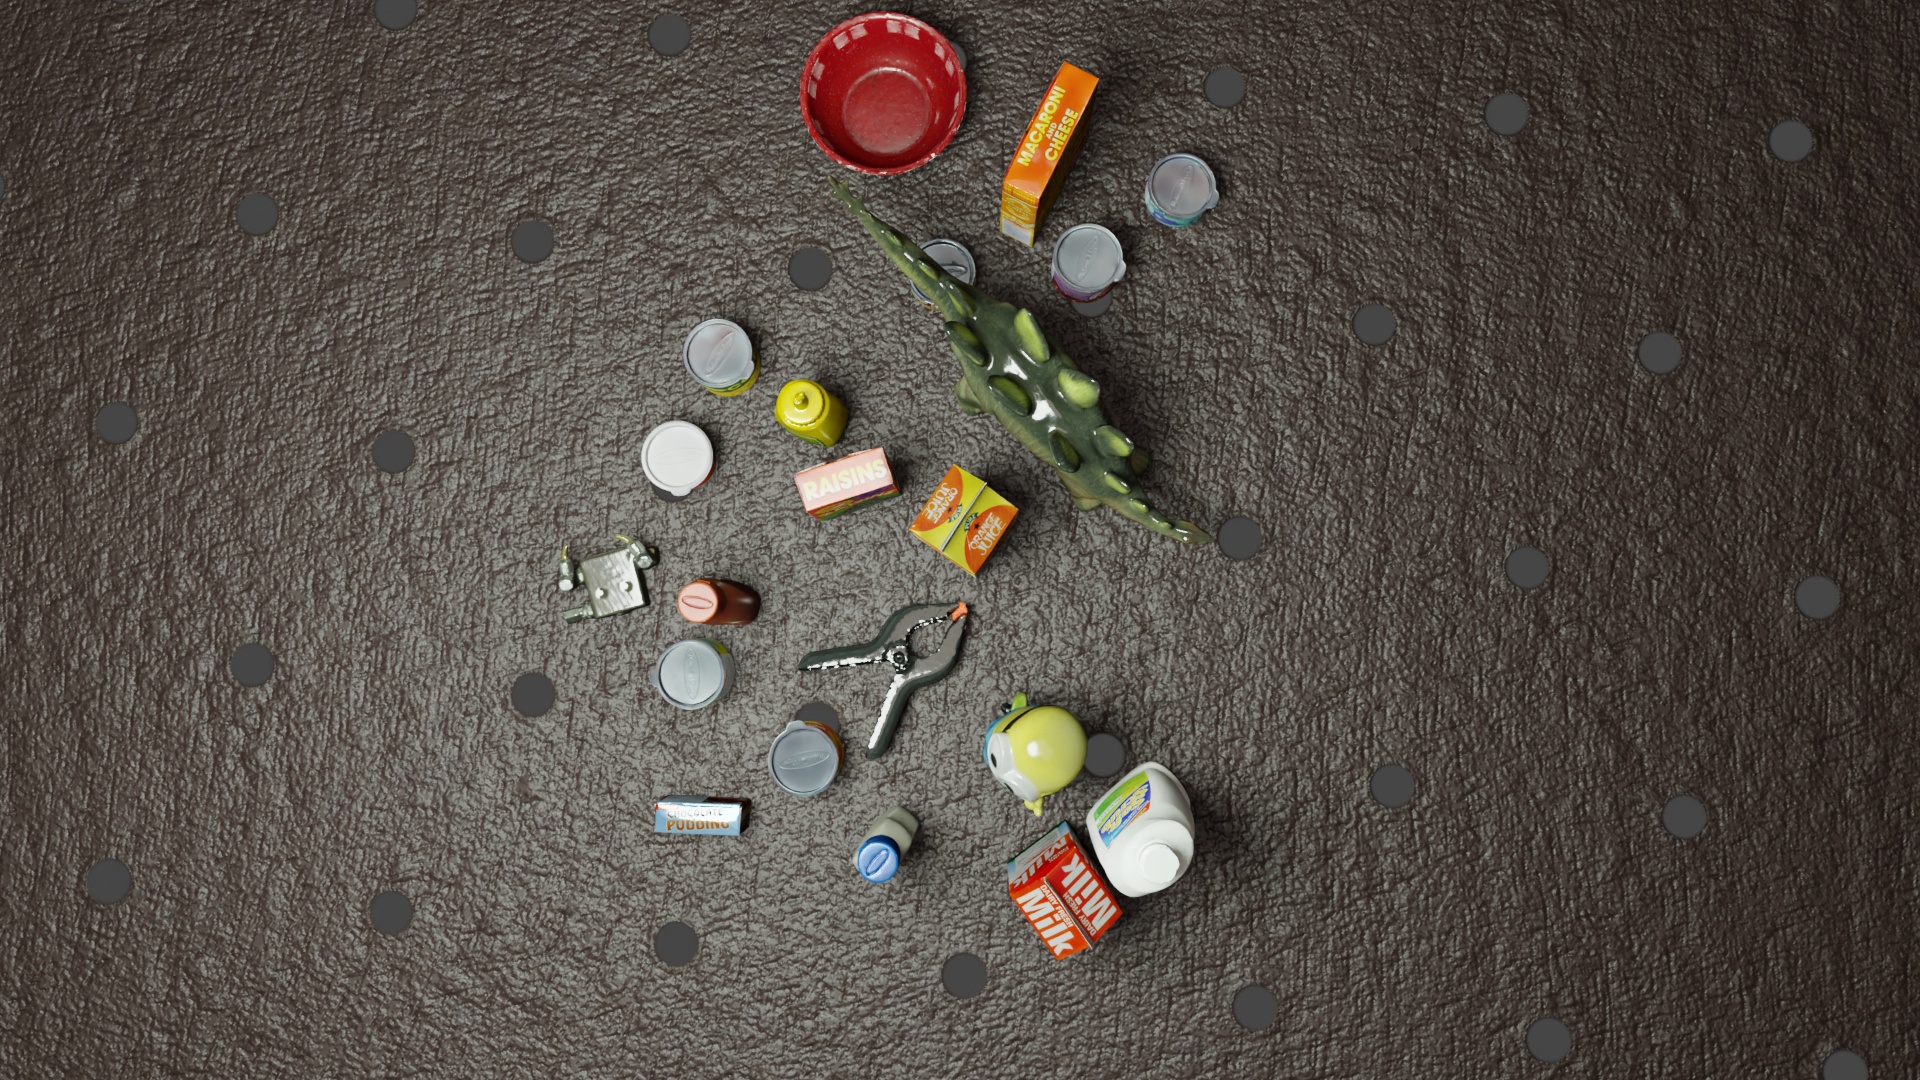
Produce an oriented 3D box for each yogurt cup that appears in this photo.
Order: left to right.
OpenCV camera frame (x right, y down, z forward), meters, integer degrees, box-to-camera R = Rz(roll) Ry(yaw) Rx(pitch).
[{"bbox_3d":[-0.269,-0.079,1.345,0.072,0.054,0.072,0,87,1],"label":"yogurt cup"}]

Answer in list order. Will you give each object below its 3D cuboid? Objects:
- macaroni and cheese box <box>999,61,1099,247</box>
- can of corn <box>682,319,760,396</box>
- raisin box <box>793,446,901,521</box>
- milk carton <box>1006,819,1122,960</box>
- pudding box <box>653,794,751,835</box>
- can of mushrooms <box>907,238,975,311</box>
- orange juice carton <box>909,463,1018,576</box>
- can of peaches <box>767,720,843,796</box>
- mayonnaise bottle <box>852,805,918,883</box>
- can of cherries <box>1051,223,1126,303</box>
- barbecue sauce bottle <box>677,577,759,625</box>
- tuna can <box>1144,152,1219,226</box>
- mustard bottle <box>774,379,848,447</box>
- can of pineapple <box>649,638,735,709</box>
[{"bbox_3d":[0.080,-0.356,1.299,0.040,0.166,0.123,26,88,2],"label":"macaroni and cheese box"},{"bbox_3d":[-0.228,-0.175,1.348,0.071,0.058,0.071,0,87,1],"label":"can of corn"},{"bbox_3d":[-0.103,-0.052,1.305,0.086,0.123,0.040,-17,87,0],"label":"raisin box"},{"bbox_3d":[0.092,0.314,1.246,0.073,0.190,0.072,-36,87,-1],"label":"milk carton"},{"bbox_3d":[-0.246,0.262,1.325,0.084,0.049,0.030,2,87,1],"label":"pudding box"},{"bbox_3d":[-0.018,-0.257,1.361,0.071,0.033,0.071,0,87,1],"label":"can of mushrooms"},{"bbox_3d":[0.005,-0.016,1.267,0.073,0.192,0.072,35,88,3],"label":"orange juice carton"},{"bbox_3d":[-0.147,0.205,1.323,0.071,0.058,0.071,0,87,1],"label":"can of peaches"},{"bbox_3d":[-0.070,0.282,1.272,0.041,0.148,0.065,40,89,3],"label":"mayonnaise bottle"},{"bbox_3d":[0.124,-0.266,1.347,0.071,0.058,0.071,0,87,1],"label":"can of cherries"},{"bbox_3d":[-0.228,0.057,1.288,0.065,0.148,0.043,12,87,2],"label":"barbecue sauce bottle"},{"bbox_3d":[0.217,-0.342,1.363,0.071,0.033,0.071,0,87,1],"label":"tuna can"},{"bbox_3d":[-0.143,-0.121,1.292,0.065,0.160,0.049,22,88,2],"label":"mustard bottle"},{"bbox_3d":[-0.255,0.126,1.330,0.071,0.058,0.071,0,87,1],"label":"can of pineapple"}]
